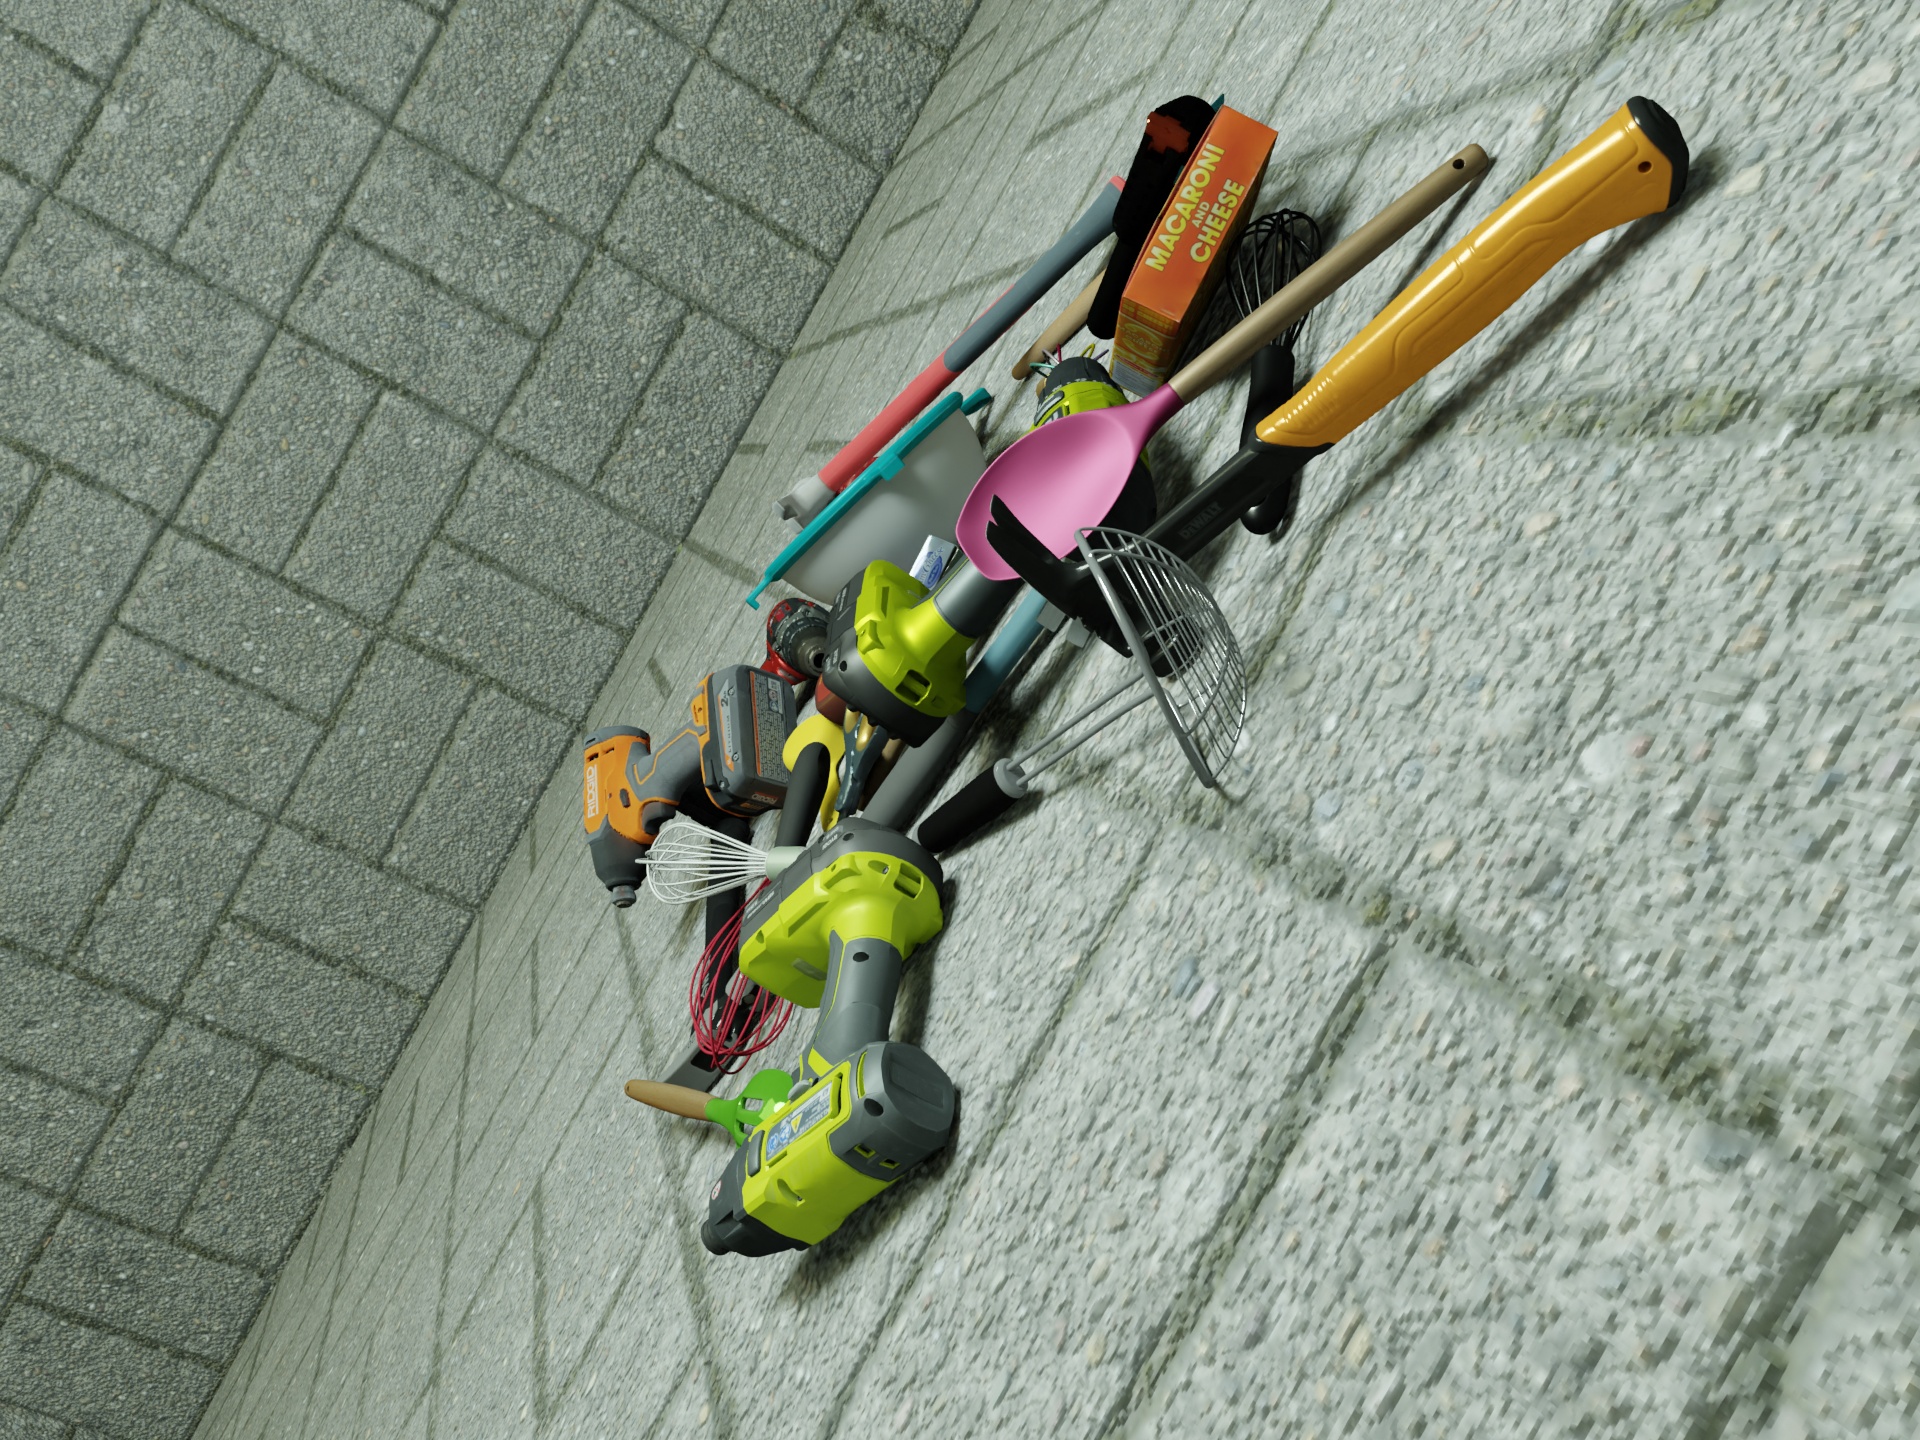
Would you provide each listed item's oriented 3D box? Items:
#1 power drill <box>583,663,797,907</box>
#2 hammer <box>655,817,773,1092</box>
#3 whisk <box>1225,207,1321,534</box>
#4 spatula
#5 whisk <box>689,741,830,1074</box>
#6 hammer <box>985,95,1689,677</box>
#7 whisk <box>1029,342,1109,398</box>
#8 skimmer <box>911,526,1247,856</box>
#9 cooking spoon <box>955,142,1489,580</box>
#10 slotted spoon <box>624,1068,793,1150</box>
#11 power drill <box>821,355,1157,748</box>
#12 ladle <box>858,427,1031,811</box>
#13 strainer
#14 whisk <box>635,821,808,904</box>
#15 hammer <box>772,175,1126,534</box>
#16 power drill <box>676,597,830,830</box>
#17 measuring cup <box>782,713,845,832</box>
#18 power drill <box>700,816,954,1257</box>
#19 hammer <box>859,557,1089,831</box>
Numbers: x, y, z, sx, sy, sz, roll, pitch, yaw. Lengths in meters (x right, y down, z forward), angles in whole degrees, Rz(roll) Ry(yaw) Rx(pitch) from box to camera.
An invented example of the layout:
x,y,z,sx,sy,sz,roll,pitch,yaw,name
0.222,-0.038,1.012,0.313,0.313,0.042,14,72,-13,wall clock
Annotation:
x,y,z,sx,sy,sz,roll,pitch,yaw,name
-0.241,0.060,1.371,0.226,0.084,0.164,-24,61,34,power drill
-0.198,0.176,1.294,0.146,0.035,0.335,-55,19,18,hammer
0.162,-0.189,0.841,0.055,0.055,0.239,-40,31,48,whisk
0.111,-0.352,1.227,0.082,0.044,0.317,-54,10,-31,spatula
-0.132,0.123,1.137,0.073,0.073,0.296,-45,22,41,whisk
0.158,-0.144,0.696,0.337,0.127,0.034,-39,26,37,hammer
0.068,-0.235,1.119,0.245,0.051,0.047,-98,9,-81,whisk
0.030,0.018,0.812,0.090,0.127,0.363,-21,-11,-31,skimmer
0.129,-0.179,0.798,0.319,0.017,0.069,-38,67,10,cooking spoon
-0.171,0.257,1.048,0.314,0.031,0.070,-14,72,61,slotted spoon
0.020,-0.109,0.947,0.228,0.080,0.191,-44,24,25,power drill
0.008,-0.065,1.101,0.320,0.062,0.078,-62,26,21,ladle
-0.024,-0.185,1.304,0.211,0.095,0.340,-38,7,37,strainer
-0.129,0.097,1.071,0.246,0.057,0.059,-4,75,37,whisk
-0.003,-0.295,1.296,0.386,0.038,0.143,-42,8,10,hammer
-0.185,-0.006,1.473,0.226,0.080,0.188,-57,18,4,power drill
-0.114,0.043,1.259,0.062,0.029,0.157,-42,25,12,measuring cup
-0.076,0.176,0.876,0.171,0.080,0.223,-42,27,28,power drill
-0.002,-0.003,1.029,0.331,0.033,0.128,-53,18,24,hammer
